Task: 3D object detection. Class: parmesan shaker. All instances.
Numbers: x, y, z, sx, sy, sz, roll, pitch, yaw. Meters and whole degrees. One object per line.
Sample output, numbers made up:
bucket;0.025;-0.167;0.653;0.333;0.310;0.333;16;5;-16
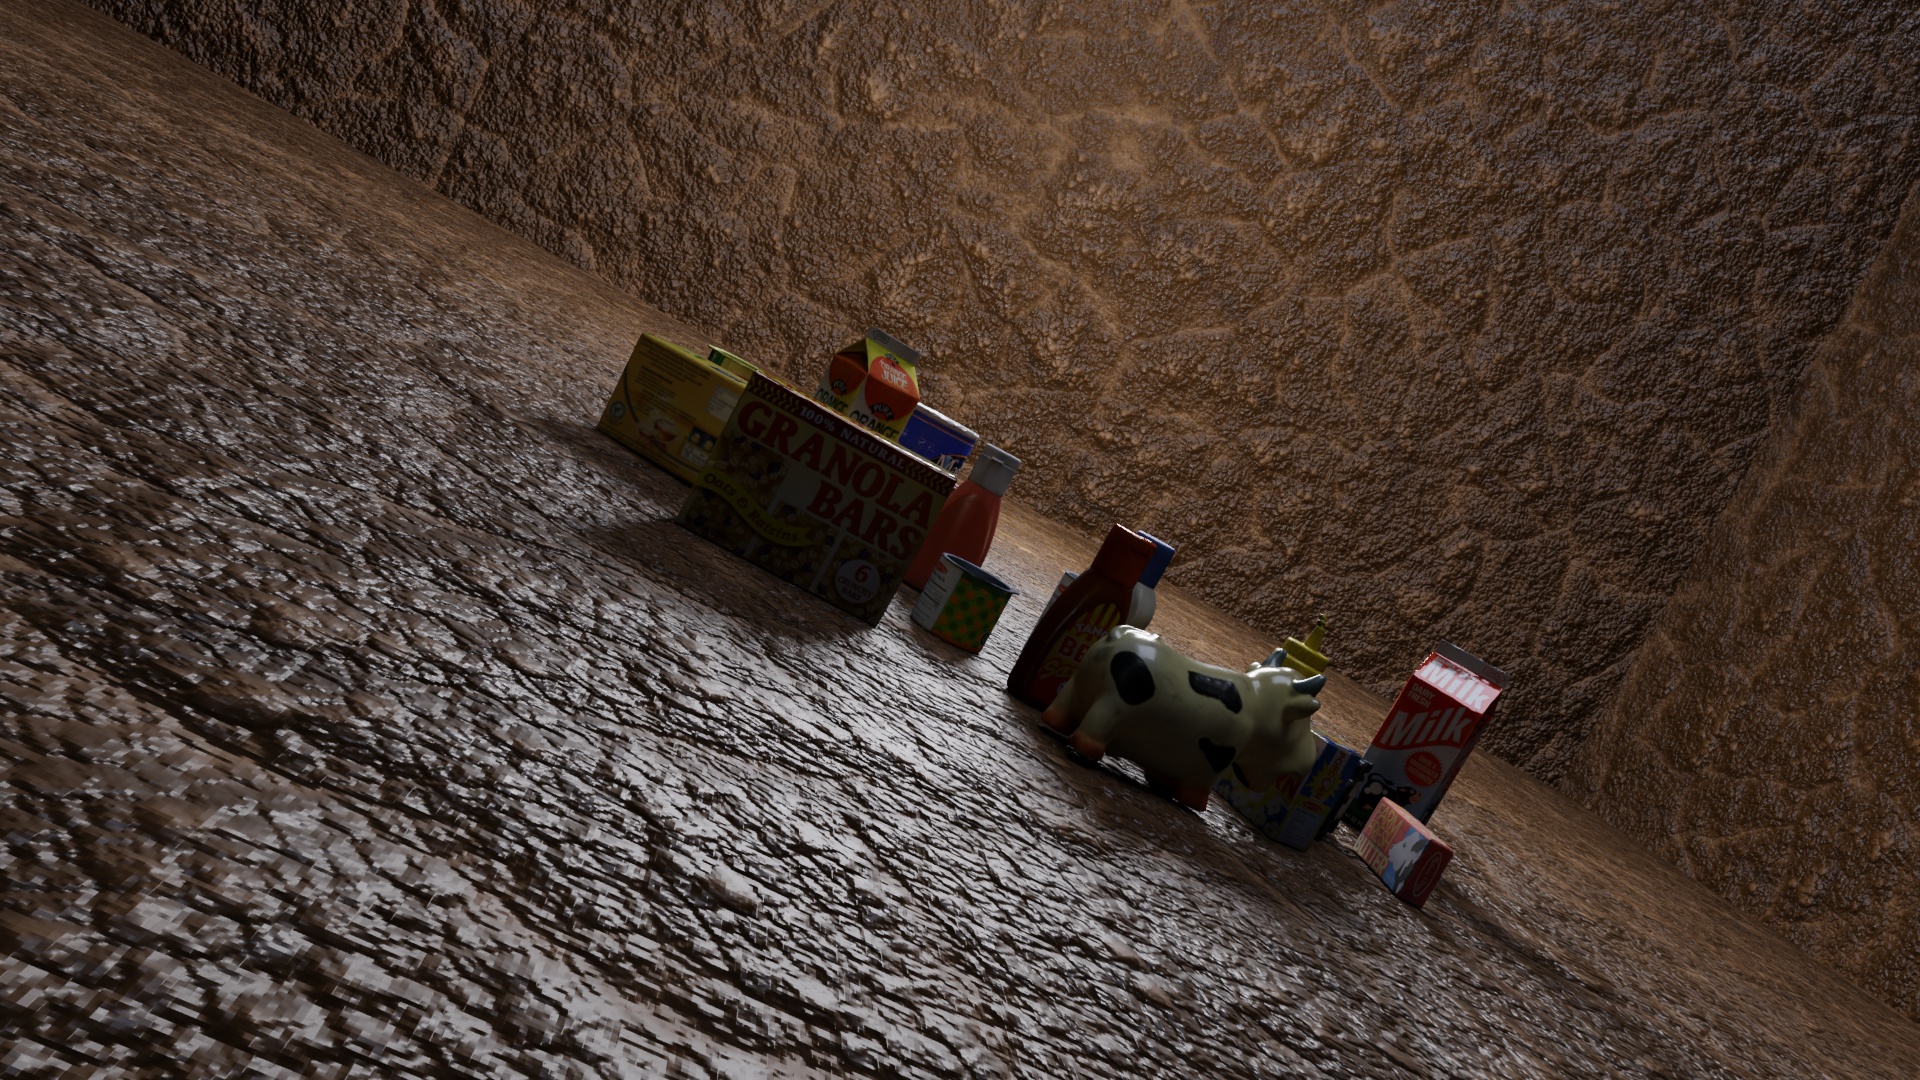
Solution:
parmesan shaker;-0.232;-0.125;1.324;0.071;0.103;0.071;29;5;-3

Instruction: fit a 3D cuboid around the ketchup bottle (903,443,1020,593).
ketchup bottle;0.005;-0.016;1.268;0.065;0.148;0.043;29;5;5

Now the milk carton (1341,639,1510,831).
milk carton;0.429;0.190;1.287;0.072;0.190;0.073;31;6;28

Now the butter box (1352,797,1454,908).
butter box;0.350;0.246;1.103;0.024;0.053;0.103;28;6;-7

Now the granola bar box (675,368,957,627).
granola bar box;-0.103;-0.031;1.004;0.165;0.124;0.039;28;5;-7

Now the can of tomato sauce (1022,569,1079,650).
can of tomato sauce;0.104;0.079;1.244;0.071;0.083;0.071;28;5;-3

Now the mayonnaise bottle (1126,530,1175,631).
mayonnaise bottle;0.129;0.064;1.172;0.065;0.148;0.041;33;6;37

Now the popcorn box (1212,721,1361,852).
popcorn box;0.239;0.170;1.074;0.038;0.085;0.127;26;6;-28

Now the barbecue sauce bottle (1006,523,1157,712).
barbecue sauce bottle;0.095;0.060;1.040;0.065;0.148;0.044;26;6;-26

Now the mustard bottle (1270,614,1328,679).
mustard bottle;0.267;0.133;1.162;0.049;0.160;0.065;32;6;33

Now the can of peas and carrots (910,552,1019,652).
can of peas and carrots;0.003;0.051;1.122;0.071;0.058;0.071;28;5;-3

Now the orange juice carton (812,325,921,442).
orange juice carton;-0.108;-0.117;1.393;0.072;0.192;0.073;25;7;-40
